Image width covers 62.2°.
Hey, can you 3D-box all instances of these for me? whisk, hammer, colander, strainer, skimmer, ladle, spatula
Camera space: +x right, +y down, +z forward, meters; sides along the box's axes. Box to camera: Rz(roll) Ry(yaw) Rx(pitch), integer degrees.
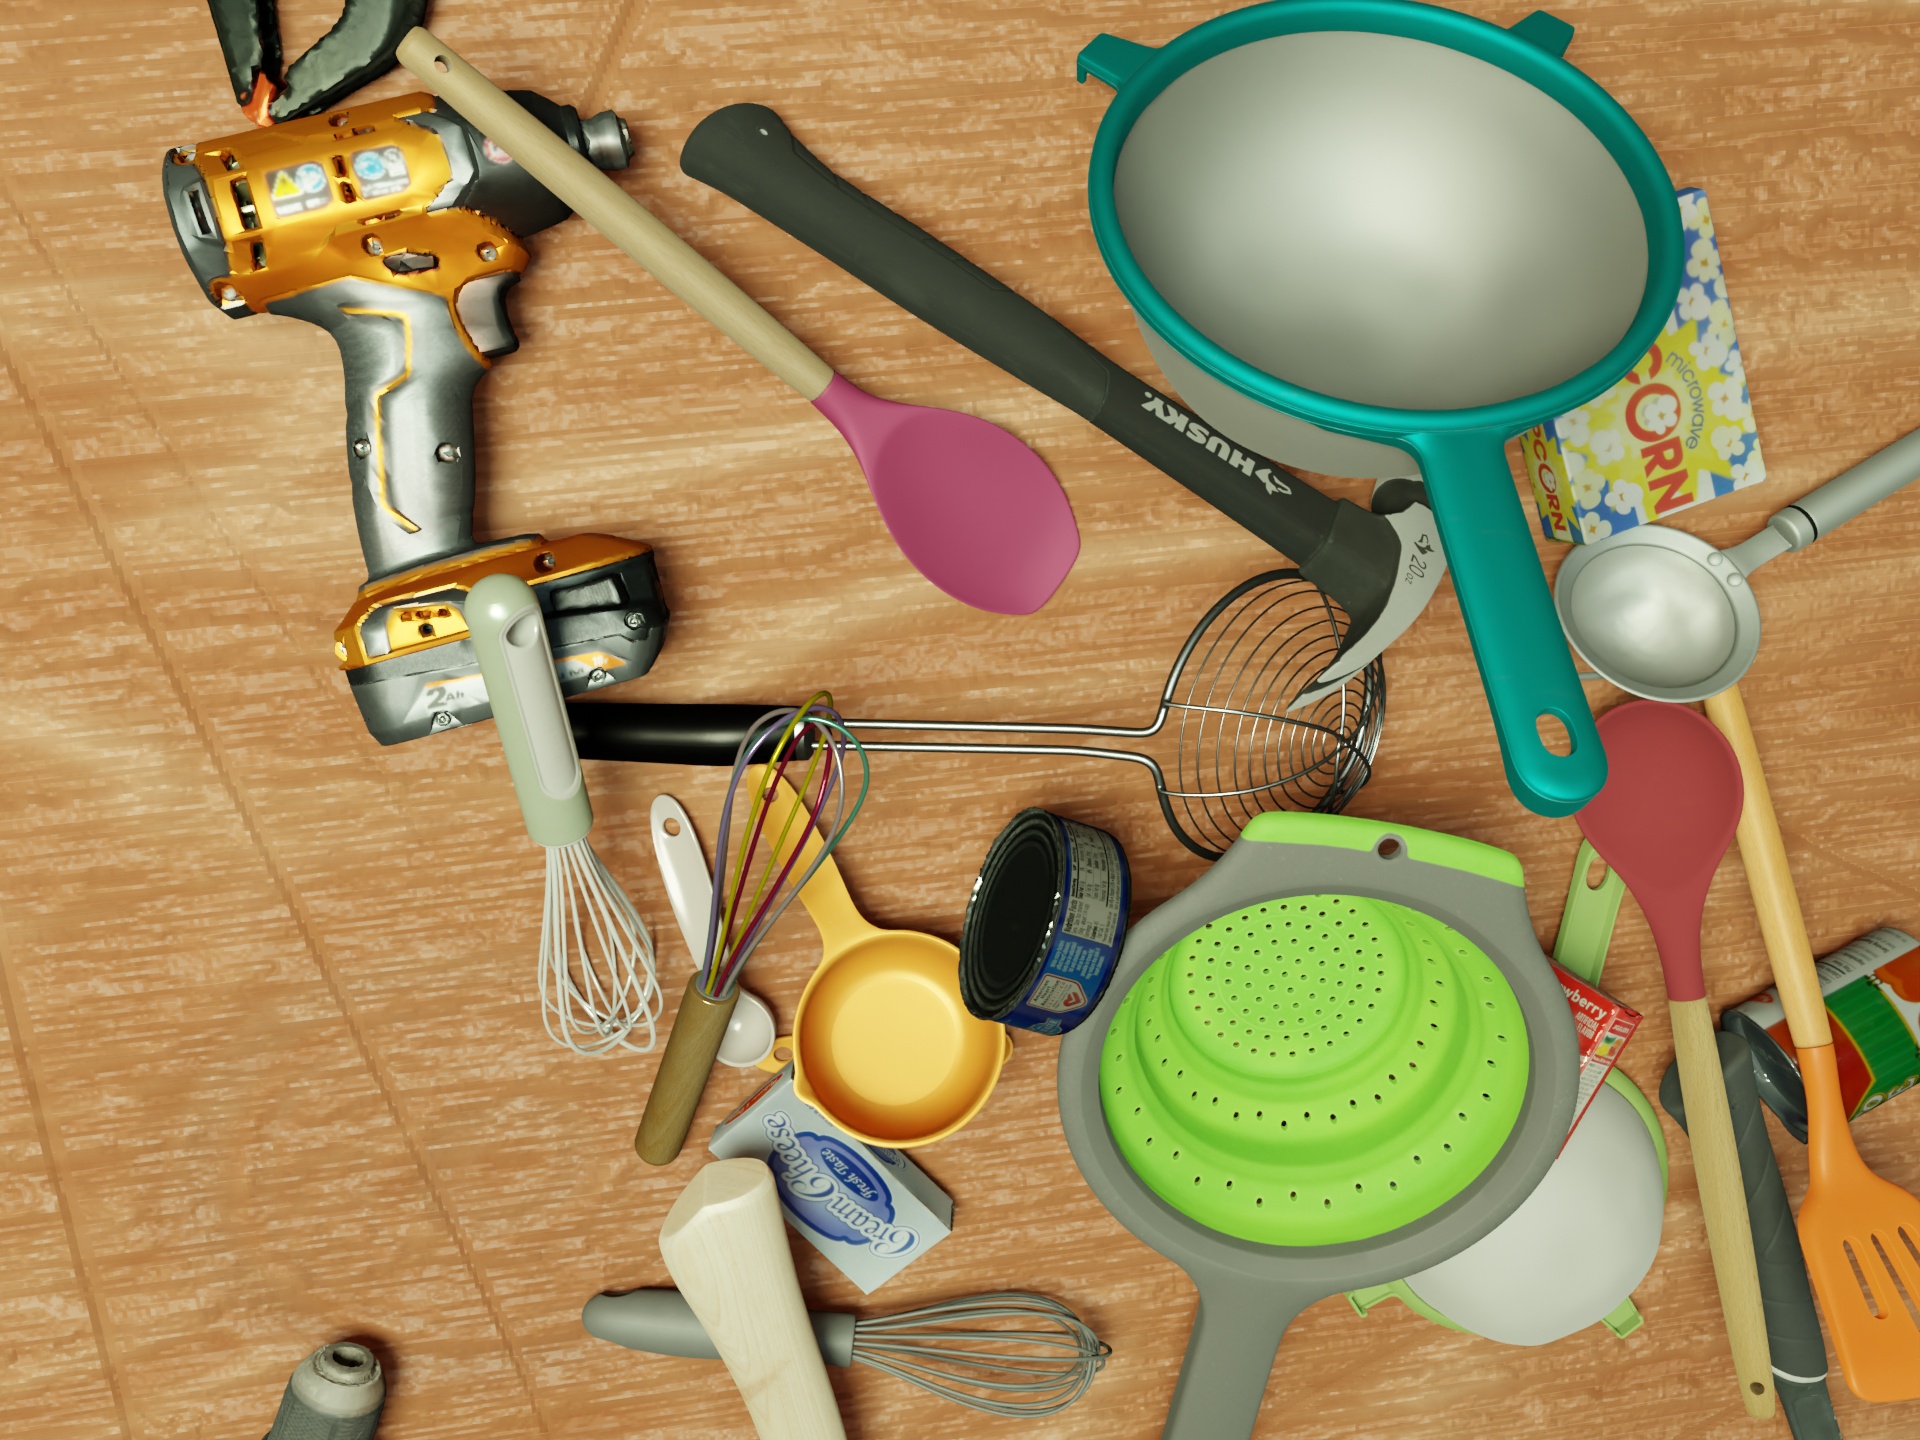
[{"bbox_3d":[-0.050,0.277,0.716,0.239,0.055,0.055,6,101,-3],"label":"whisk"},{"bbox_3d":[-0.048,0.369,0.708,0.146,0.038,0.410,-12,111,-4],"label":"hammer"},{"bbox_3d":[0.041,-0.132,0.615,0.334,0.146,0.035,32,140,-5],"label":"hammer"},{"bbox_3d":[0.414,0.326,0.769,0.149,0.036,0.408,-24,107,-3],"label":"hammer"},{"bbox_3d":[0.129,0.204,0.699,0.204,0.094,0.397,10,112,-1],"label":"colander"},{"bbox_3d":[0.157,-0.110,0.571,0.211,0.095,0.341,-5,63,-5],"label":"strainer"},{"bbox_3d":[0.275,0.178,0.717,0.151,0.069,0.256,8,102,-8],"label":"strainer"},{"bbox_3d":[-0.001,-0.002,0.670,0.363,0.090,0.127,1,109,4],"label":"skimmer"},{"bbox_3d":[-0.091,0.090,0.644,0.051,0.047,0.244,14,120,-15],"label":"whisk"},{"bbox_3d":[0.353,-0.077,0.689,0.258,0.050,0.087,-30,68,-5],"label":"strainer"},{"bbox_3d":[-0.150,0.046,0.606,0.058,0.059,0.246,-41,144,-35],"label":"whisk"},{"bbox_3d":[0.320,0.145,0.687,0.069,0.031,0.315,-10,90,26],"label":"ladle"},{"bbox_3d":[0.362,0.114,0.676,0.081,0.041,0.323,-10,82,-7],"label":"spatula"}]

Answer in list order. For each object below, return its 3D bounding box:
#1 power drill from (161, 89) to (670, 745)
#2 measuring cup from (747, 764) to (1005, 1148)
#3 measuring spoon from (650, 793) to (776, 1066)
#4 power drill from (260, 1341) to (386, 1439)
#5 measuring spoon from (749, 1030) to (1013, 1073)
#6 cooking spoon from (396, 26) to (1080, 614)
[{"bbox_3d":[-0.181,-0.120,0.600,0.164,0.084,0.226,-16,100,-5],"label":"power drill"},{"bbox_3d":[-0.047,0.099,0.680,0.095,0.052,0.174,-27,78,-11],"label":"measuring cup"},{"bbox_3d":[-0.107,0.089,0.686,0.034,0.018,0.124,-15,97,16],"label":"measuring spoon"},{"bbox_3d":[-0.219,0.384,0.702,0.226,0.084,0.185,19,97,-5],"label":"power drill"},{"bbox_3d":[-0.035,0.146,0.707,0.117,0.011,0.021,-2,108,-3],"label":"measuring spoon"},{"bbox_3d":[-0.072,-0.143,0.604,0.318,0.017,0.069,37,87,-27],"label":"cooking spoon"}]
